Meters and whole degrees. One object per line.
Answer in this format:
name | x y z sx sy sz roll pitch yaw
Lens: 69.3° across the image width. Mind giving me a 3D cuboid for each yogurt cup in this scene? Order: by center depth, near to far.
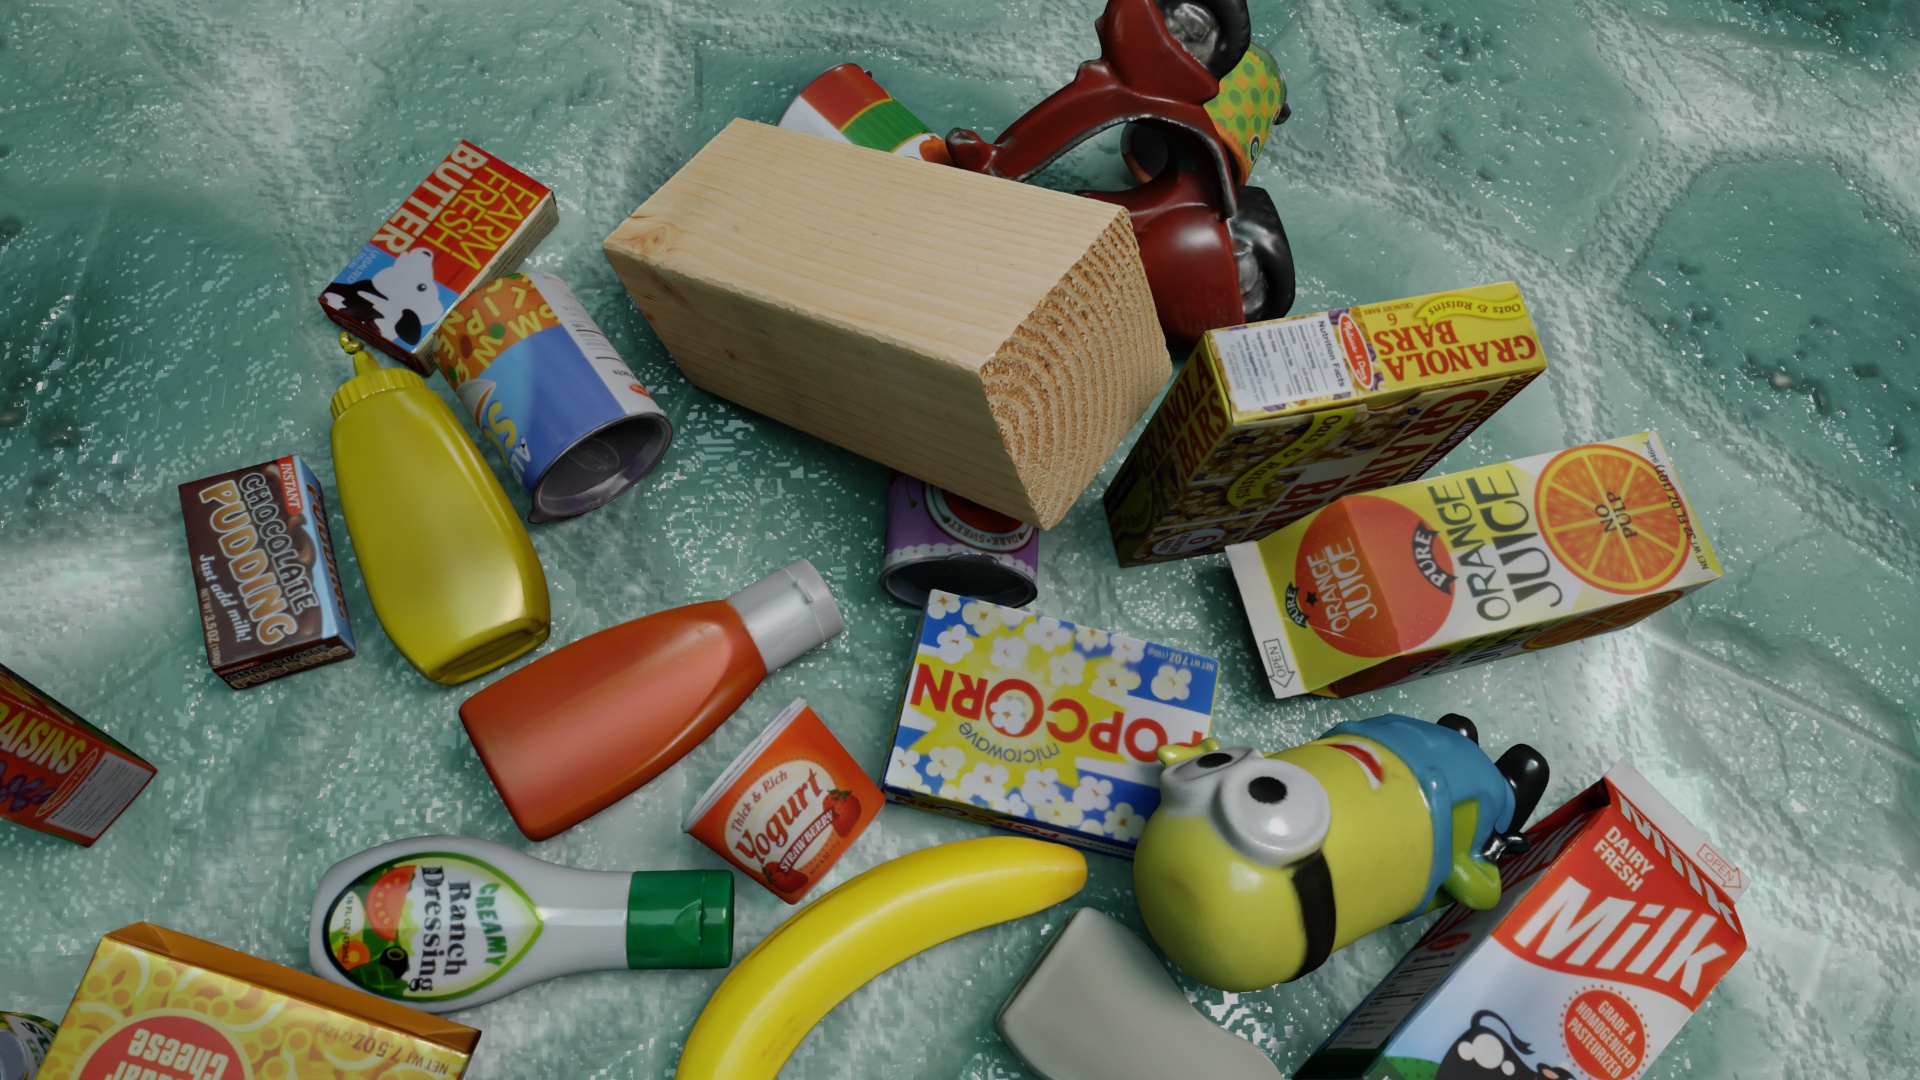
yogurt cup | -0.066 0.103 0.537 0.054 0.072 0.072 42 70 1

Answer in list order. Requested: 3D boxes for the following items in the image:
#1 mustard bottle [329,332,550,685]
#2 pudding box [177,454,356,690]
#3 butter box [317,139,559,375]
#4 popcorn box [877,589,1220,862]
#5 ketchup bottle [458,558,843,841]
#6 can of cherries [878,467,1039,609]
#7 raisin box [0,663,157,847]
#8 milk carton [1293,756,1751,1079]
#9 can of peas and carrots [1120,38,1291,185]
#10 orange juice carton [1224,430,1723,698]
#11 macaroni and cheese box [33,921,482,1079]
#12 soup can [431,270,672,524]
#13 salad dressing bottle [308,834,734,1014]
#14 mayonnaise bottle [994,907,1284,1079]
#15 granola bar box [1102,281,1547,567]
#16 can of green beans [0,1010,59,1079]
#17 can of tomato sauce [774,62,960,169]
mustard bottle | -0.223 -0.021 0.574 0.065 0.048 0.160 -25 73 -11
pudding box | -0.281 0.012 0.564 0.050 0.030 0.084 -16 71 -14
butter box | -0.234 -0.129 0.629 0.053 0.024 0.104 30 68 4
popcorn box | 0.037 0.078 0.572 0.127 0.038 0.085 14 69 -1
ketchup bottle | -0.119 0.057 0.559 0.149 0.043 0.065 -29 76 -17
can of cherries | 0.002 -0.007 0.585 0.071 0.071 0.058 6 68 -5
raisin box | -0.351 0.060 0.486 0.086 0.123 0.040 32 69 6
milk carton | 0.228 0.170 0.541 0.191 0.073 0.072 -39 78 -19
can of peas and carrots | 0.121 -0.205 0.682 0.071 0.070 0.059 26 69 4
orange juice carton | 0.213 0.015 0.601 0.193 0.072 0.072 -12 71 -11
macaroni and cheese box | -0.251 0.226 0.452 0.124 0.040 0.167 22 78 -8
soup can | -0.175 -0.060 0.587 0.071 0.071 0.084 -34 76 -18
salad dressing bottle | -0.160 0.142 0.519 0.148 0.044 0.064 1 79 -7
mayonnaise bottle | 0.087 0.208 0.526 0.148 0.041 0.065 38 71 7
granola bar box | 0.138 -0.040 0.564 0.124 0.165 0.039 -11 73 -11
can of green beans | -0.342 0.192 0.469 0.071 0.057 0.071 2 68 -6
can of tomato sauce | -0.038 -0.171 0.648 0.083 0.071 0.071 43 70 9
